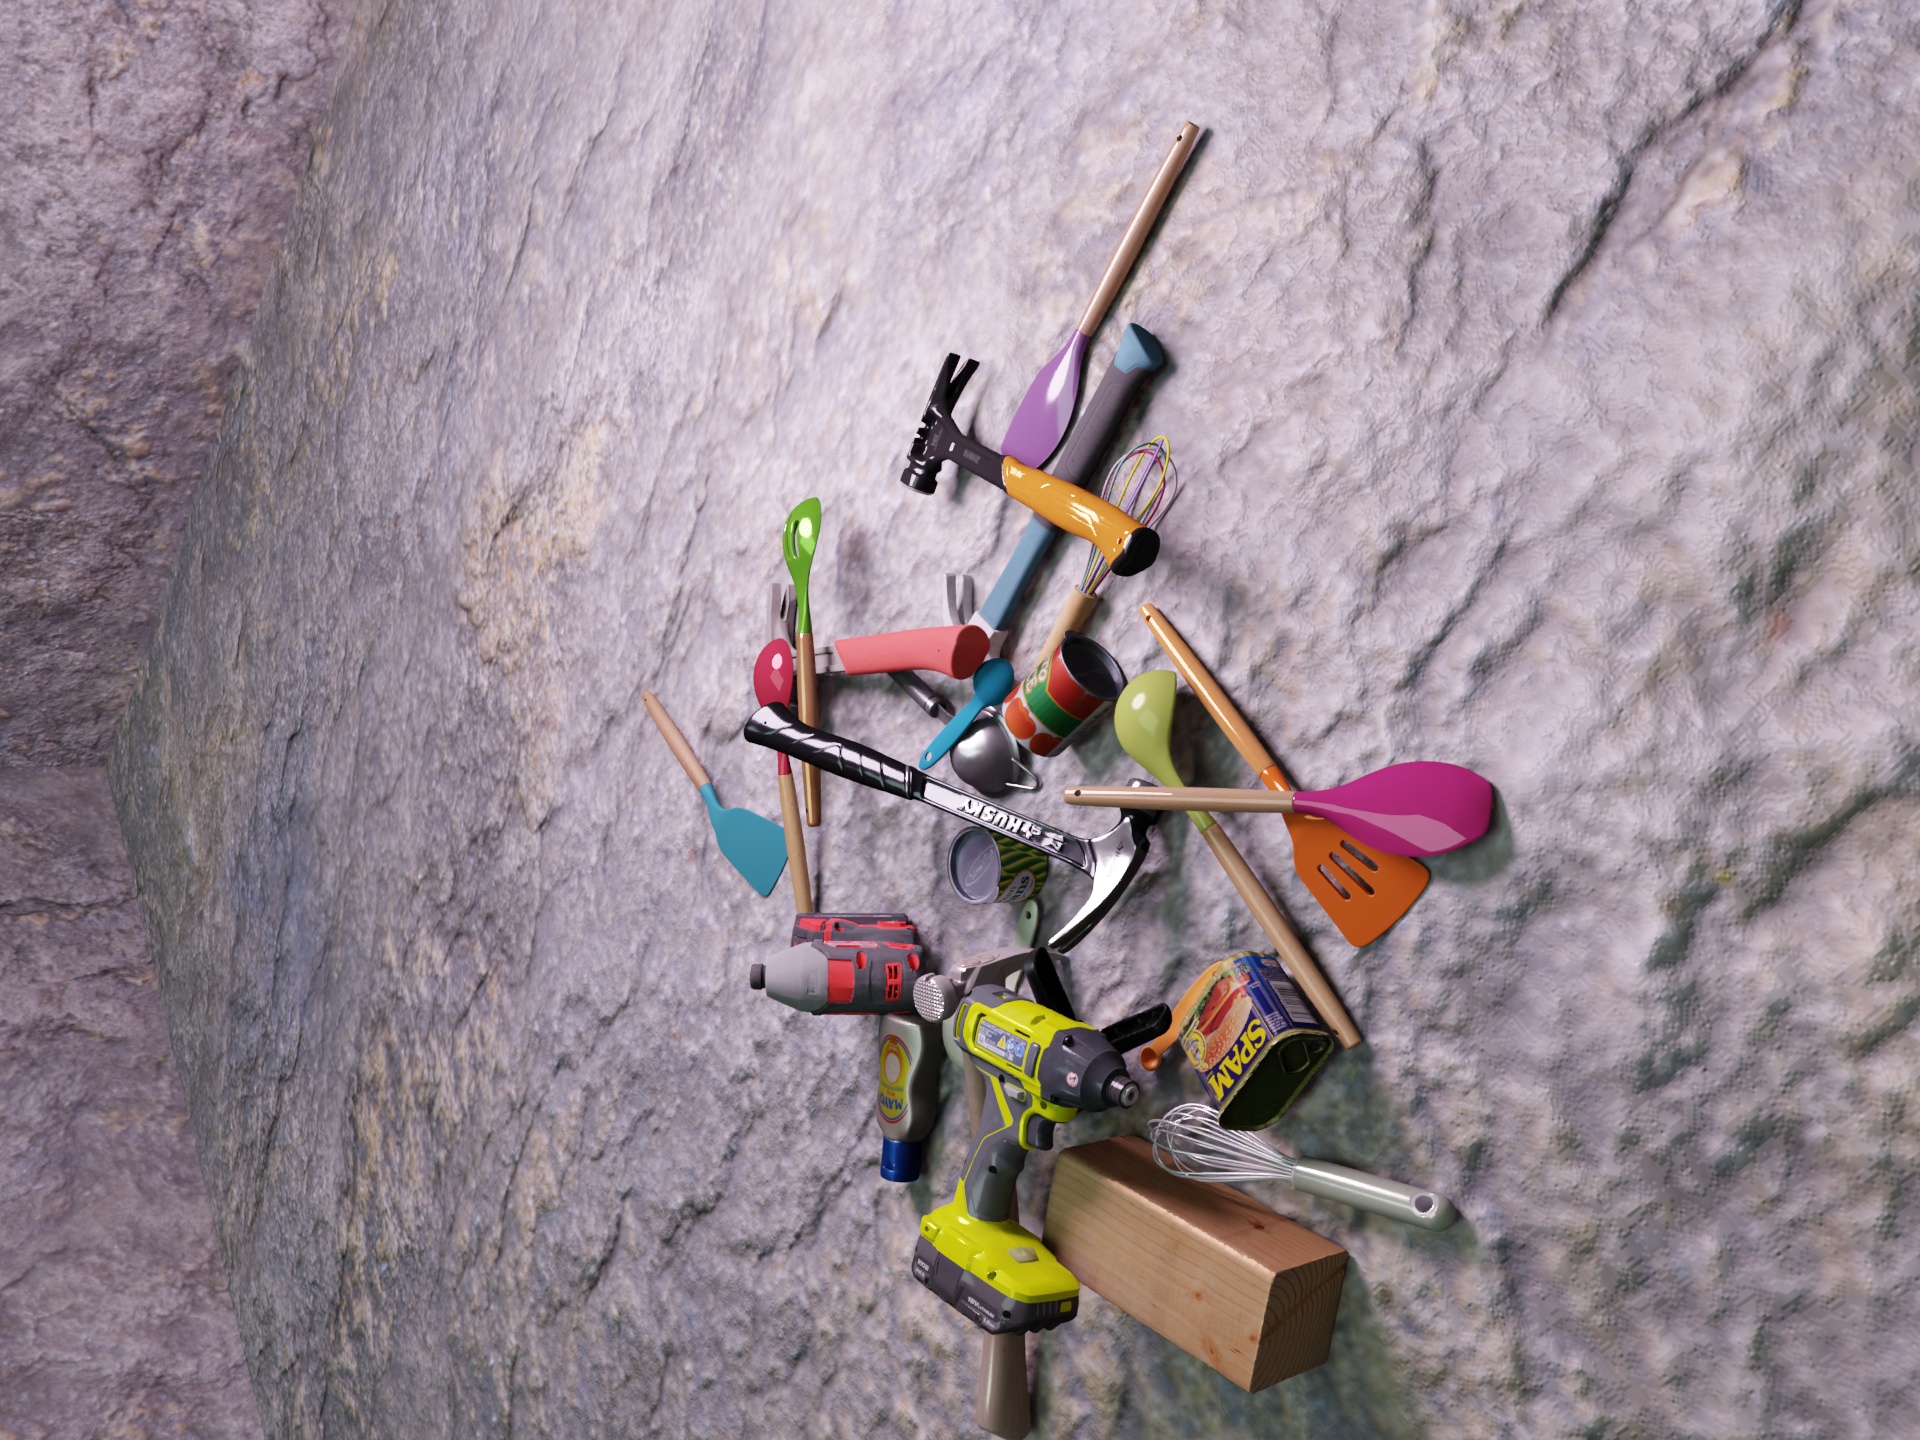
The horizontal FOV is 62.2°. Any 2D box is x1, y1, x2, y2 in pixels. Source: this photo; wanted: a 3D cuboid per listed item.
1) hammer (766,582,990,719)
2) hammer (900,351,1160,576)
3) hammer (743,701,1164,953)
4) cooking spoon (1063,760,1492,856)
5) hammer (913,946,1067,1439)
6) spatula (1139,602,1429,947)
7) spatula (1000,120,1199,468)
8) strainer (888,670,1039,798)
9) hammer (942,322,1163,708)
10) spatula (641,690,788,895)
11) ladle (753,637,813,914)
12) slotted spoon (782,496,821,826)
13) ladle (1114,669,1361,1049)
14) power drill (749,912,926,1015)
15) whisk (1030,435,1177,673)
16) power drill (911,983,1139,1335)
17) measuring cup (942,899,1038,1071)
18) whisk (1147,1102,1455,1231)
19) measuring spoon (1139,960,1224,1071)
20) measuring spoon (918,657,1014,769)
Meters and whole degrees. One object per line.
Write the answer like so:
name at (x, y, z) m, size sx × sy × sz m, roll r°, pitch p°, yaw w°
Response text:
hammer at (-0.088, -0.070, 1.472) m, size 0.359 × 0.036 × 0.149 m, roll -3°, pitch 86°, yaw 57°
hammer at (0.057, -0.201, 1.304) m, size 0.337 × 0.034 × 0.127 m, roll 40°, pitch 113°, yaw 50°
hammer at (-0.029, 0.064, 1.339) m, size 0.409 × 0.036 × 0.149 m, roll 20°, pitch 80°, yaw 33°
cooking spoon at (0.214, 0.058, 1.128) m, size 0.319 × 0.017 × 0.069 m, roll 0°, pitch 67°, yaw 33°
hammer at (0.038, 0.393, 1.314) m, size 0.038 × 0.146 × 0.410 m, roll 4°, pitch 101°, yaw 46°
spatula at (0.221, 0.023, 1.180) m, size 0.081 × 0.041 × 0.323 m, roll -54°, pitch 48°, yaw 28°
spatula at (0.116, -0.343, 1.315) m, size 0.060 × 0.018 × 0.315 m, roll 49°, pitch 123°, yaw 34°
strainer at (-0.020, -0.006, 1.432) m, size 0.259 × 0.050 × 0.086 m, roll 44°, pitch 134°, yaw 43°
hammer at (0.079, -0.176, 1.336) m, size 0.128 × 0.033 × 0.331 m, roll 49°, pitch 122°, yaw 36°
spatula at (-0.275, 0.061, 1.717) m, size 0.318 × 0.044 × 0.082 m, roll 49°, pitch 123°, yaw 42°
ladle at (-0.168, 0.077, 1.558) m, size 0.069 × 0.031 × 0.315 m, roll 3°, pitch 102°, yaw 58°
slotted spoon at (-0.146, -0.057, 1.503) m, size 0.070 × 0.031 × 0.314 m, roll -11°, pitch 81°, yaw 62°
ladle at (0.209, 0.097, 1.178) m, size 0.320 × 0.062 × 0.078 m, roll 58°, pitch 159°, yaw 22°
power drill at (-0.102, 0.212, 1.367) m, size 0.219 × 0.143 × 0.078 m, roll 126°, pitch 145°, yaw -87°
whisk at (0.111, -0.122, 1.292) m, size 0.047 × 0.051 × 0.245 m, roll 45°, pitch 123°, yaw 32°
power drill at (0.048, 0.327, 1.179) m, size 0.171 × 0.080 × 0.223 m, roll 16°, pitch 96°, yaw 49°
measuring cup at (0.029, 0.229, 1.363) m, size 0.083 × 0.038 × 0.167 m, roll 34°, pitch 114°, yaw 43°
whisk at (0.236, 0.321, 1.133) m, size 0.246 × 0.059 × 0.058 m, roll 5°, pitch 54°, yaw 43°
measuring spoon at (0.175, 0.228, 1.229) m, size 0.021 × 0.011 × 0.117 m, roll 52°, pitch 120°, yaw 36°
measuring spoon at (-0.002, -0.004, 1.360) m, size 0.128 × 0.021 × 0.042 m, roll -49°, pitch 46°, yaw 23°
